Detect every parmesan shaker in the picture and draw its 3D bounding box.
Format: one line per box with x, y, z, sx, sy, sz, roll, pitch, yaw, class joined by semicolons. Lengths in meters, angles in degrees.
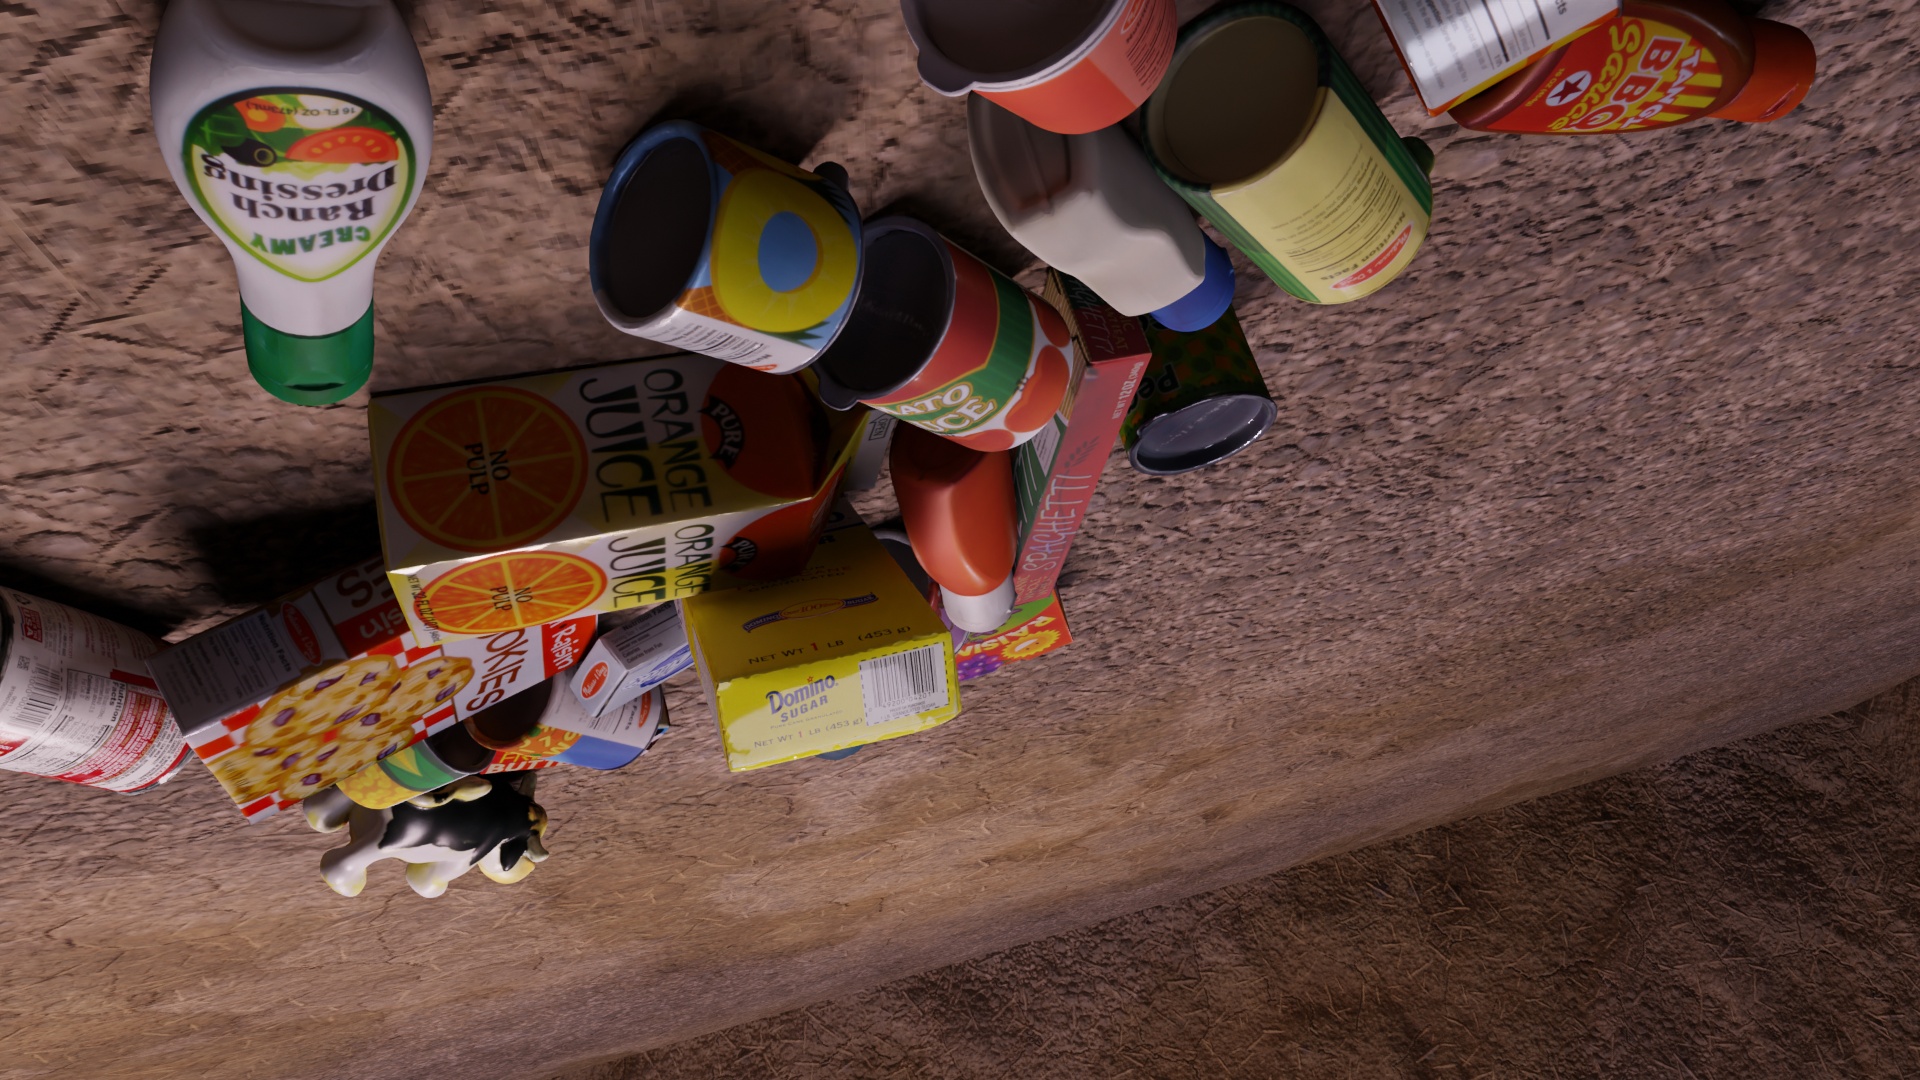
0.114;-0.130;0.470;0.071;0.071;0.103;-29;153;26;parmesan shaker

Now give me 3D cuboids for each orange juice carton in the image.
-0.121;-0.021;0.541;0.193;0.073;0.071;-11;156;-16;orange juice carton

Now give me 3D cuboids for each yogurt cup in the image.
0.025;-0.146;0.376;0.072;0.072;0.054;-27;163;21;yogurt cup

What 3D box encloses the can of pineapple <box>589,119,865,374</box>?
-0.072;-0.091;0.430;0.070;0.071;0.058;-33;152;33;can of pineapple

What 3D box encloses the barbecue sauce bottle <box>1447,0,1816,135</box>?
0.241;-0.172;0.491;0.149;0.044;0.064;-5;153;-28;barbecue sauce bottle

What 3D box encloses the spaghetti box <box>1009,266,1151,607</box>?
0.041;-0.038;0.646;0.029;0.050;0.249;-12;157;-12;spaghetti box

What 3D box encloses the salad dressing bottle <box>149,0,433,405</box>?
-0.180;-0.091;0.380;0.064;0.044;0.147;-7;155;-26;salad dressing bottle

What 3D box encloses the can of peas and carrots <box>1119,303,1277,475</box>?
0.094;-0.069;0.600;0.071;0.059;0.070;-14;156;-6;can of peas and carrots

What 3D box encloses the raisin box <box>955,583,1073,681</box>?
0.017;0.041;0.821;0.086;0.040;0.123;-19;158;3;raisin box

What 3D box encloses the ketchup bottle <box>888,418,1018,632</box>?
0.002;-0.008;0.640;0.043;0.065;0.148;15;150;17;ketchup bottle

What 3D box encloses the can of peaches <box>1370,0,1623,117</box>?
0.151;-0.169;0.410;0.058;0.071;0.071;-27;155;22;can of peaches

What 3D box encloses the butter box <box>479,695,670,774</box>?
-0.233;0.115;0.834;0.104;0.024;0.053;-1;152;-34;butter box

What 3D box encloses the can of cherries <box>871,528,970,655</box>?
-0.033;0.035;0.732;0.071;0.072;0.058;-22;156;12;can of cherries

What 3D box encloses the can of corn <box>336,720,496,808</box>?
-0.280;0.094;0.704;0.058;0.071;0.071;-23;156;14;can of corn

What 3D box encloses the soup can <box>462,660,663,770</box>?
-0.209;0.082;0.724;0.071;0.071;0.083;-25;155;17;soup can

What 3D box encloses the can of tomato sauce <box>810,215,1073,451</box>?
-0.007;-0.071;0.511;0.071;0.071;0.083;-29;154;26;can of tomato sauce

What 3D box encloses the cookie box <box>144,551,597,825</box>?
-0.238;0.047;0.593;0.168;0.040;0.122;-28;164;-26;cookie box

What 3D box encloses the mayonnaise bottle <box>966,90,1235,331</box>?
0.055;-0.110;0.482;0.041;0.065;0.148;-24;160;23;mayonnaise bottle

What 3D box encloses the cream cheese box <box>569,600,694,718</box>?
-0.140;0.047;0.692;0.104;0.024;0.053;-31;170;-43;cream cheese box
